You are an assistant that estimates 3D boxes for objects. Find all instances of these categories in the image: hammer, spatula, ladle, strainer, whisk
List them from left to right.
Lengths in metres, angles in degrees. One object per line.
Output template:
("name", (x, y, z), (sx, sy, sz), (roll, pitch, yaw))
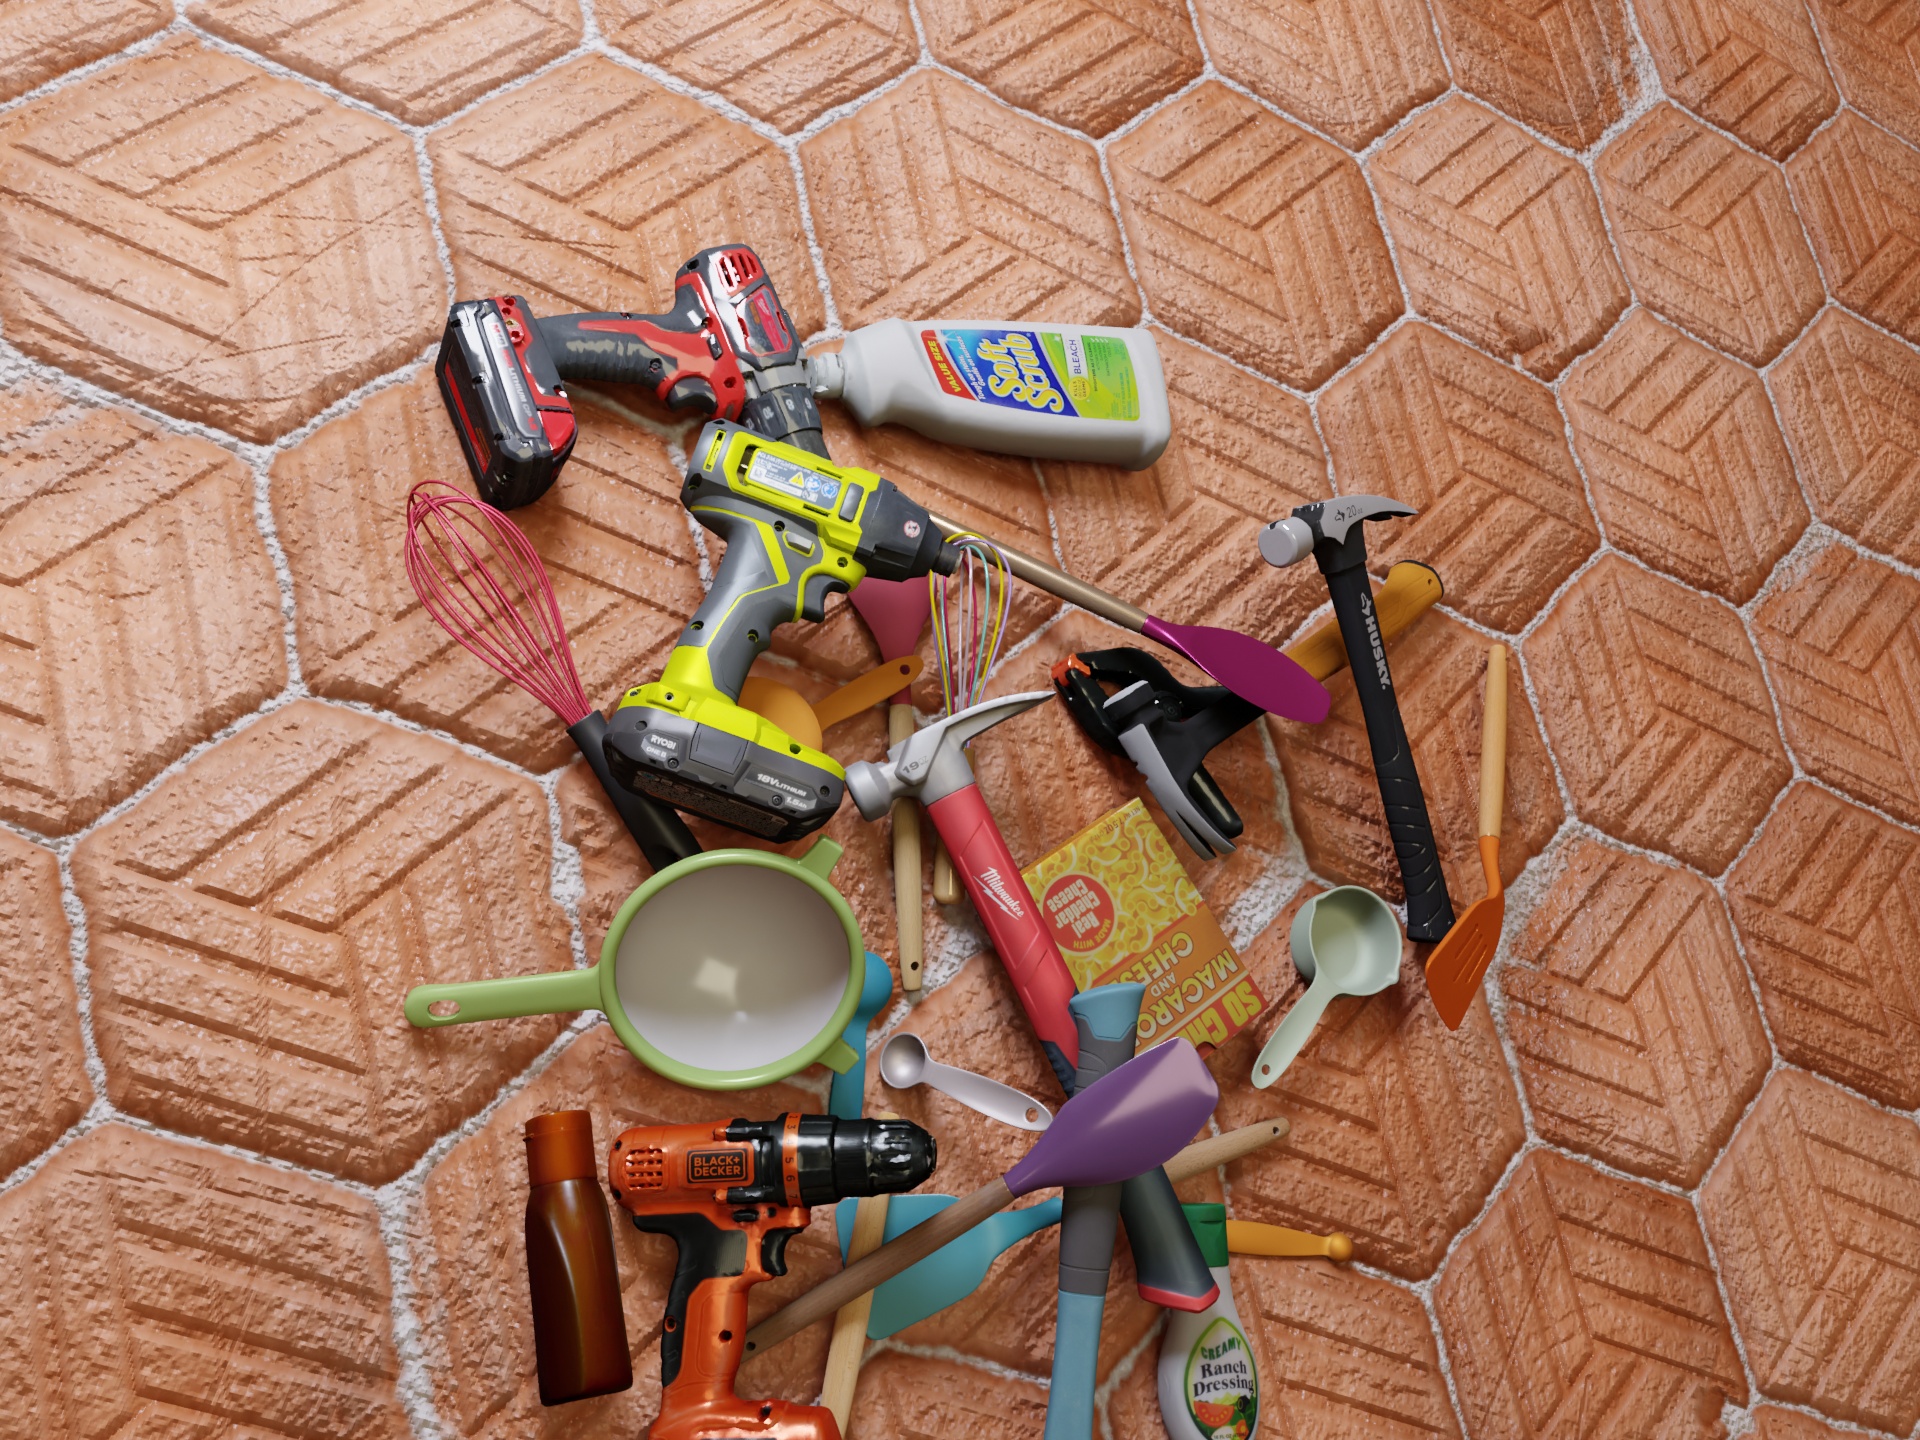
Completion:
("whisk", (-0.236, -0.016, 0.946), (0.073, 0.073, 0.296), (-37, 95, -27))
("strainer", (-0.185, 0.140, 0.920), (0.256, 0.069, 0.151), (-6, 109, -7))
("ladle", (-0.039, 0.016, 1.033), (0.069, 0.031, 0.315), (2, 76, -23))
("whisk", (-0.004, -0.004, 1.036), (0.047, 0.051, 0.245), (15, 76, -51))
("spatula", (0.007, 0.282, 0.907), (0.316, 0.018, 0.060), (-30, 85, -2))
("hammer", (0.073, 0.173, 0.978), (0.143, 0.038, 0.386), (-26, 85, -5))
("hammer", (0.071, 0.318, 0.926), (0.128, 0.033, 0.331), (6, 85, 2))
("spatula", (0.078, 0.298, 1.001), (0.317, 0.044, 0.082), (-10, 77, -29))
("hammer", (0.247, -0.030, 1.132), (0.337, 0.034, 0.127), (-31, 89, -35))
("hammer", (0.302, 0.003, 1.121), (0.146, 0.035, 0.334), (-25, 102, -39))
("spatula", (0.376, 0.068, 1.156), (0.080, 0.041, 0.323), (55, 39, -39))

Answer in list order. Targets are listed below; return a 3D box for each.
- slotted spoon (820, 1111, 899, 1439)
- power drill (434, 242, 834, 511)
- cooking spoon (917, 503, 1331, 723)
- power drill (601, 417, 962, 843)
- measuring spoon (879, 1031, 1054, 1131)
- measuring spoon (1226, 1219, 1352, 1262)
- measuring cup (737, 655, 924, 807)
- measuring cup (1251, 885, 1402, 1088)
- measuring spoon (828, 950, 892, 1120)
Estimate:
("slotted spoon", (-0.067, 0.382, 0.905), (0.070, 0.031, 0.314), (10, 71, -2))
("power drill", (-0.194, -0.197, 1.006), (0.226, 0.080, 0.188), (-19, 83, -29))
("cooking spoon", (0.100, -0.076, 1.067), (0.319, 0.017, 0.069), (26, 41, 6))
("power drill", (-0.103, -0.050, 0.931), (0.171, 0.080, 0.223), (20, 70, -9))
("measuring spoon", (0.005, 0.221, 0.955), (0.018, 0.124, 0.034), (34, 75, -57))
("measuring spoon", (0.209, 0.342, 1.045), (0.117, 0.011, 0.021), (12, 71, -18))
("measuring cup", (-0.093, -0.003, 0.986), (0.173, 0.052, 0.095), (-29, 84, -16))
("measuring cup", (0.238, 0.186, 1.090), (0.083, 0.038, 0.167), (44, 66, -5))
("measuring spoon", (-0.063, 0.203, 0.969), (0.042, 0.021, 0.129), (12, 69, -19))
